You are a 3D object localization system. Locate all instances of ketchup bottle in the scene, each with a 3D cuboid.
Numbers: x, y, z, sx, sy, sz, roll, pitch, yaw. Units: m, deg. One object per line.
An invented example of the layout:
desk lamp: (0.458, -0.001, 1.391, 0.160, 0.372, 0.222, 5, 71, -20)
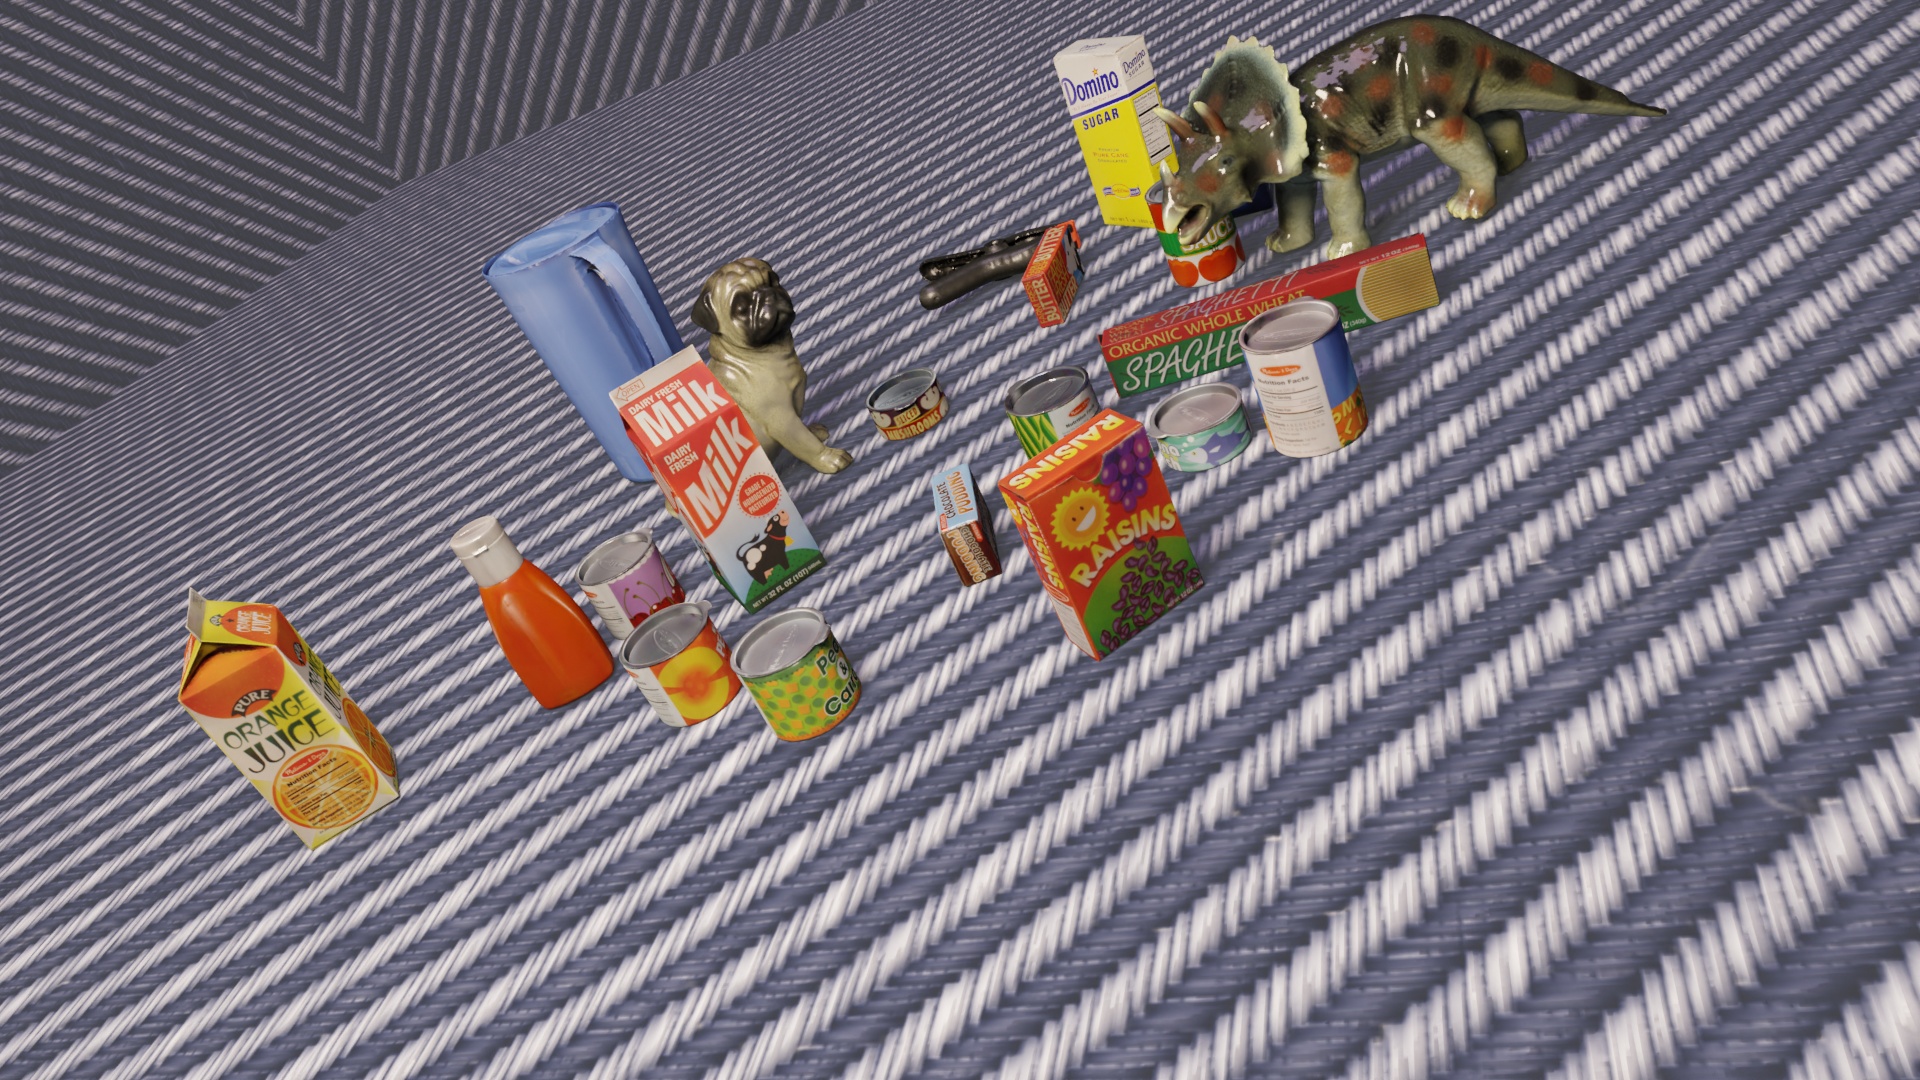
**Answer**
ketchup bottle: (-0.313, 0.051, 1.008, 0.065, 0.148, 0.043, -30, 30, -7)

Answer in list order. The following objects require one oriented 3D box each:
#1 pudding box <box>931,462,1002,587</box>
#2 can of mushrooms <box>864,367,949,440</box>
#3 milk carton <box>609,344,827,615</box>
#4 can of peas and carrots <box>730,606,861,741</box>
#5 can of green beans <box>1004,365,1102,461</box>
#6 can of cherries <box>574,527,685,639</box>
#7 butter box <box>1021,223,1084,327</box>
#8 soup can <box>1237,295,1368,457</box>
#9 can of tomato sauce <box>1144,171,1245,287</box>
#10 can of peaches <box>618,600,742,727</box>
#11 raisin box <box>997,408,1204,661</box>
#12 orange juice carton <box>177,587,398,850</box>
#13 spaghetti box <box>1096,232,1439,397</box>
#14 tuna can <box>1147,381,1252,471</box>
pudding box: (0.003, -0.012, 0.969, 0.030, 0.049, 0.084, -21, 30, 7)
can of mushrooms: (-0.045, -0.116, 1.186, 0.071, 0.033, 0.071, -19, 30, 12)
milk carton: (-0.181, -0.047, 1.021, 0.072, 0.189, 0.073, -34, 31, -15)
can of peas and carrots: (-0.102, 0.085, 0.886, 0.071, 0.058, 0.071, -19, 30, 12)
can of green beans: (0.073, -0.088, 1.028, 0.071, 0.057, 0.071, -19, 30, 12)
can of cherries: (-0.254, 0.033, 1.082, 0.071, 0.058, 0.072, -19, 30, 12)
butter box: (0.086, -0.242, 1.268, 0.024, 0.053, 0.104, -10, 33, 26)
soup can: (0.228, -0.108, 0.918, 0.071, 0.083, 0.072, -19, 30, 12)
can of tomato sauce: (0.203, -0.268, 1.192, 0.071, 0.082, 0.071, -19, 30, 12)
can of peaches: (-0.188, 0.084, 0.952, 0.071, 0.058, 0.071, -19, 30, 12)
raisin box: (0.084, -0.003, 0.819, 0.086, 0.123, 0.040, -33, 30, -13)
orange juice carton: (-0.486, 0.119, 0.986, 0.073, 0.192, 0.072, -32, 30, -11)
spaghetti box: (0.228, -0.167, 1.045, 0.250, 0.050, 0.029, -15, 31, 17)
tuna can: (0.166, -0.078, 0.968, 0.071, 0.032, 0.071, -19, 30, 12)
